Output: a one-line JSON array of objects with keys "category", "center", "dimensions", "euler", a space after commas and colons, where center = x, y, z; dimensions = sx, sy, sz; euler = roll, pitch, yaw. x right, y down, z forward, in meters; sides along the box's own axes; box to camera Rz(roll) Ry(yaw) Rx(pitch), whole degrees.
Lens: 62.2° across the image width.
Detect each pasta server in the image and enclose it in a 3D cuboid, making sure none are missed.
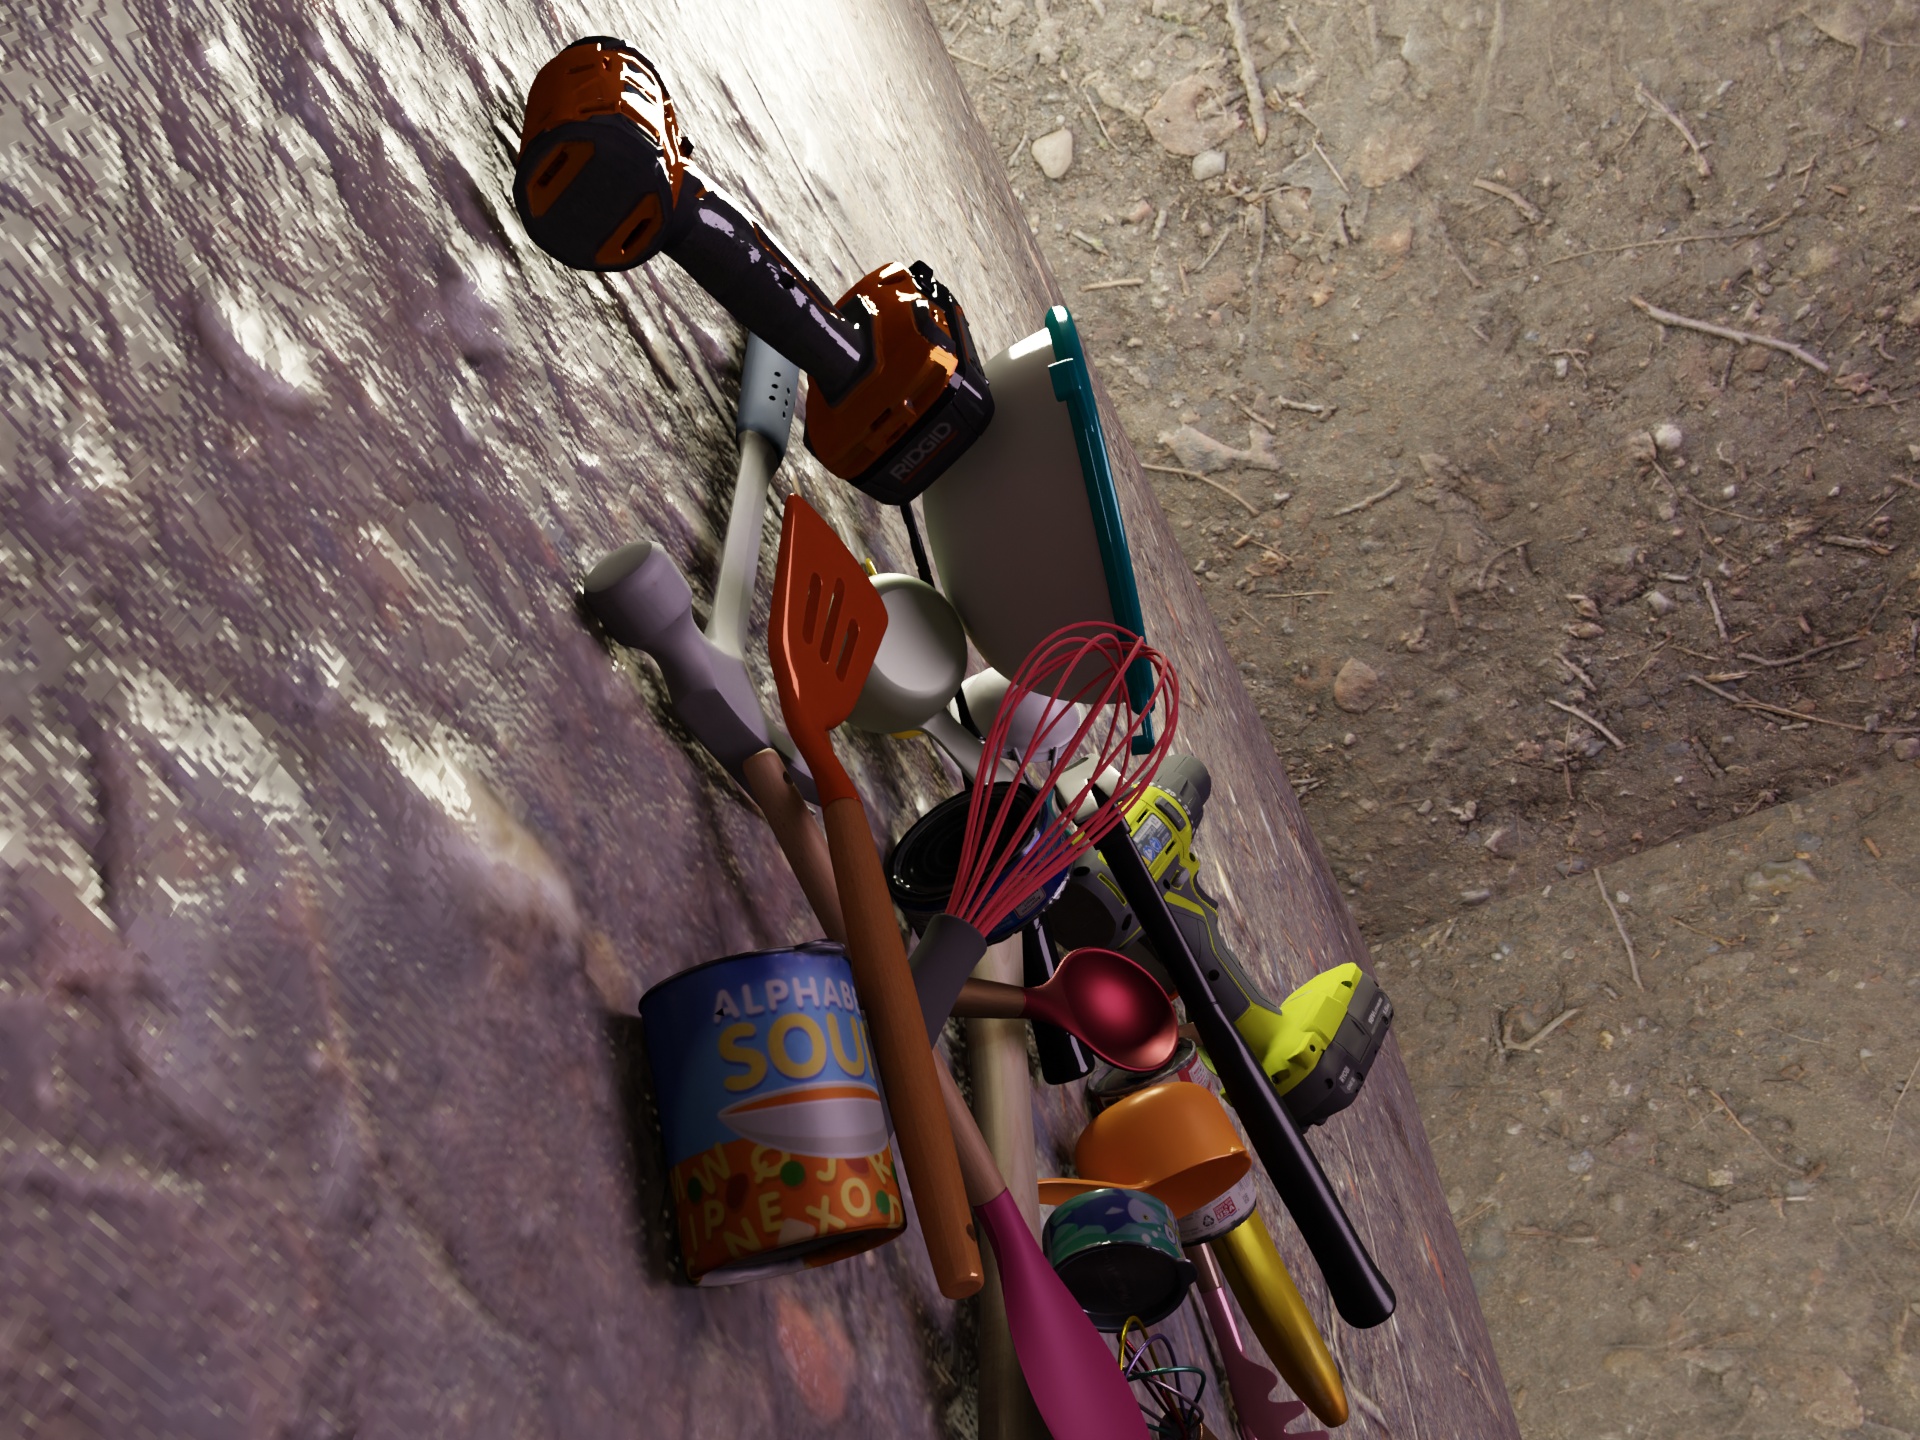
[{"category": "pasta server", "center": [0.152, 0.322, 0.984], "dimensions": [0.060, 0.040, 0.316], "euler": [122, -49, -64]}]

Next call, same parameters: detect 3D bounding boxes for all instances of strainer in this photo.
[{"category": "strainer", "center": [0.023, -0.050, 1.030], "dimensions": [0.259, 0.087, 0.050], "euler": [-111, -155, -53]}, {"category": "strainer", "center": [0.030, -0.122, 0.870], "dimensions": [0.341, 0.095, 0.210], "euler": [-95, 171, -67]}]

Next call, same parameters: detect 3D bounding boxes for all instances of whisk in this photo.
[{"category": "whisk", "center": [0.009, 0.065, 0.588], "dimensions": [0.296, 0.073, 0.073], "euler": [-56, 129, -35]}, {"category": "whisk", "center": [0.101, 0.326, 0.746], "dimensions": [0.047, 0.051, 0.244], "euler": [62, 0, 36]}]

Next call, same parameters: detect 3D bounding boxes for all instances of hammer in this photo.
[{"category": "hammer", "center": [-0.094, -0.115, 0.750], "dimensions": [0.143, 0.035, 0.406], "euler": [58, 17, -33]}, {"category": "hammer", "center": [0.005, 0.002, 0.898], "dimensions": [0.149, 0.036, 0.409], "euler": [70, 4, -76]}, {"category": "hammer", "center": [0.140, 0.169, 0.857], "dimensions": [0.335, 0.035, 0.146], "euler": [62, -1, 7]}, {"category": "hammer", "center": [0.024, 0.228, 0.667], "dimensions": [0.411, 0.038, 0.146], "euler": [-92, 156, -55]}]

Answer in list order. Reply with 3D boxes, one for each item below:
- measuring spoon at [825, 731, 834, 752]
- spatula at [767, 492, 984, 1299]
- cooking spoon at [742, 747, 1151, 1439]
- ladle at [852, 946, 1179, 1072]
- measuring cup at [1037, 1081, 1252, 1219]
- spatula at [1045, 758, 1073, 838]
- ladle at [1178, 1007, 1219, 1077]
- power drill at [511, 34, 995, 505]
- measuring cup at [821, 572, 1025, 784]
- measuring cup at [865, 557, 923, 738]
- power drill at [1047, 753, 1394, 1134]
[{"category": "measuring spoon", "center": [-0.053, 0.034, 0.723], "dimensions": [0.021, 0.011, 0.117], "euler": [42, 29, -59]}, {"category": "spatula", "center": [-0.029, 0.045, 0.552], "dimensions": [0.080, 0.041, 0.323], "euler": [51, 14, -44]}, {"category": "cooking spoon", "center": [-0.001, 0.153, 0.588], "dimensions": [0.319, 0.017, 0.069], "euler": [62, 20, 1]}, {"category": "ladle", "center": [0.010, 0.121, 0.685], "dimensions": [0.315, 0.031, 0.069], "euler": [20, 38, -55]}, {"category": "measuring cup", "center": [0.076, 0.221, 0.815], "dimensions": [0.173, 0.095, 0.052], "euler": [19, 36, -46]}, {"category": "spatula", "center": [0.101, 0.107, 1.110], "dimensions": [0.317, 0.044, 0.082], "euler": [53, 44, -50]}, {"category": "ladle", "center": [0.159, 0.225, 1.129], "dimensions": [0.320, 0.062, 0.078], "euler": [19, 52, -68]}, {"category": "power drill", "center": [-0.095, -0.212, 0.715], "dimensions": [0.226, 0.084, 0.164], "euler": [34, 27, -33]}, {"category": "measuring cup", "center": [-0.001, -0.002, 0.777], "dimensions": [0.167, 0.038, 0.083], "euler": [46, 57, -10]}, {"category": "measuring cup", "center": [-0.045, -0.044, 0.864], "dimensions": [0.157, 0.029, 0.062], "euler": [-113, 179, -54]}, {"category": "power drill", "center": [0.167, 0.136, 1.021], "dimensions": [0.228, 0.080, 0.190], "euler": [48, 40, 0]}]
